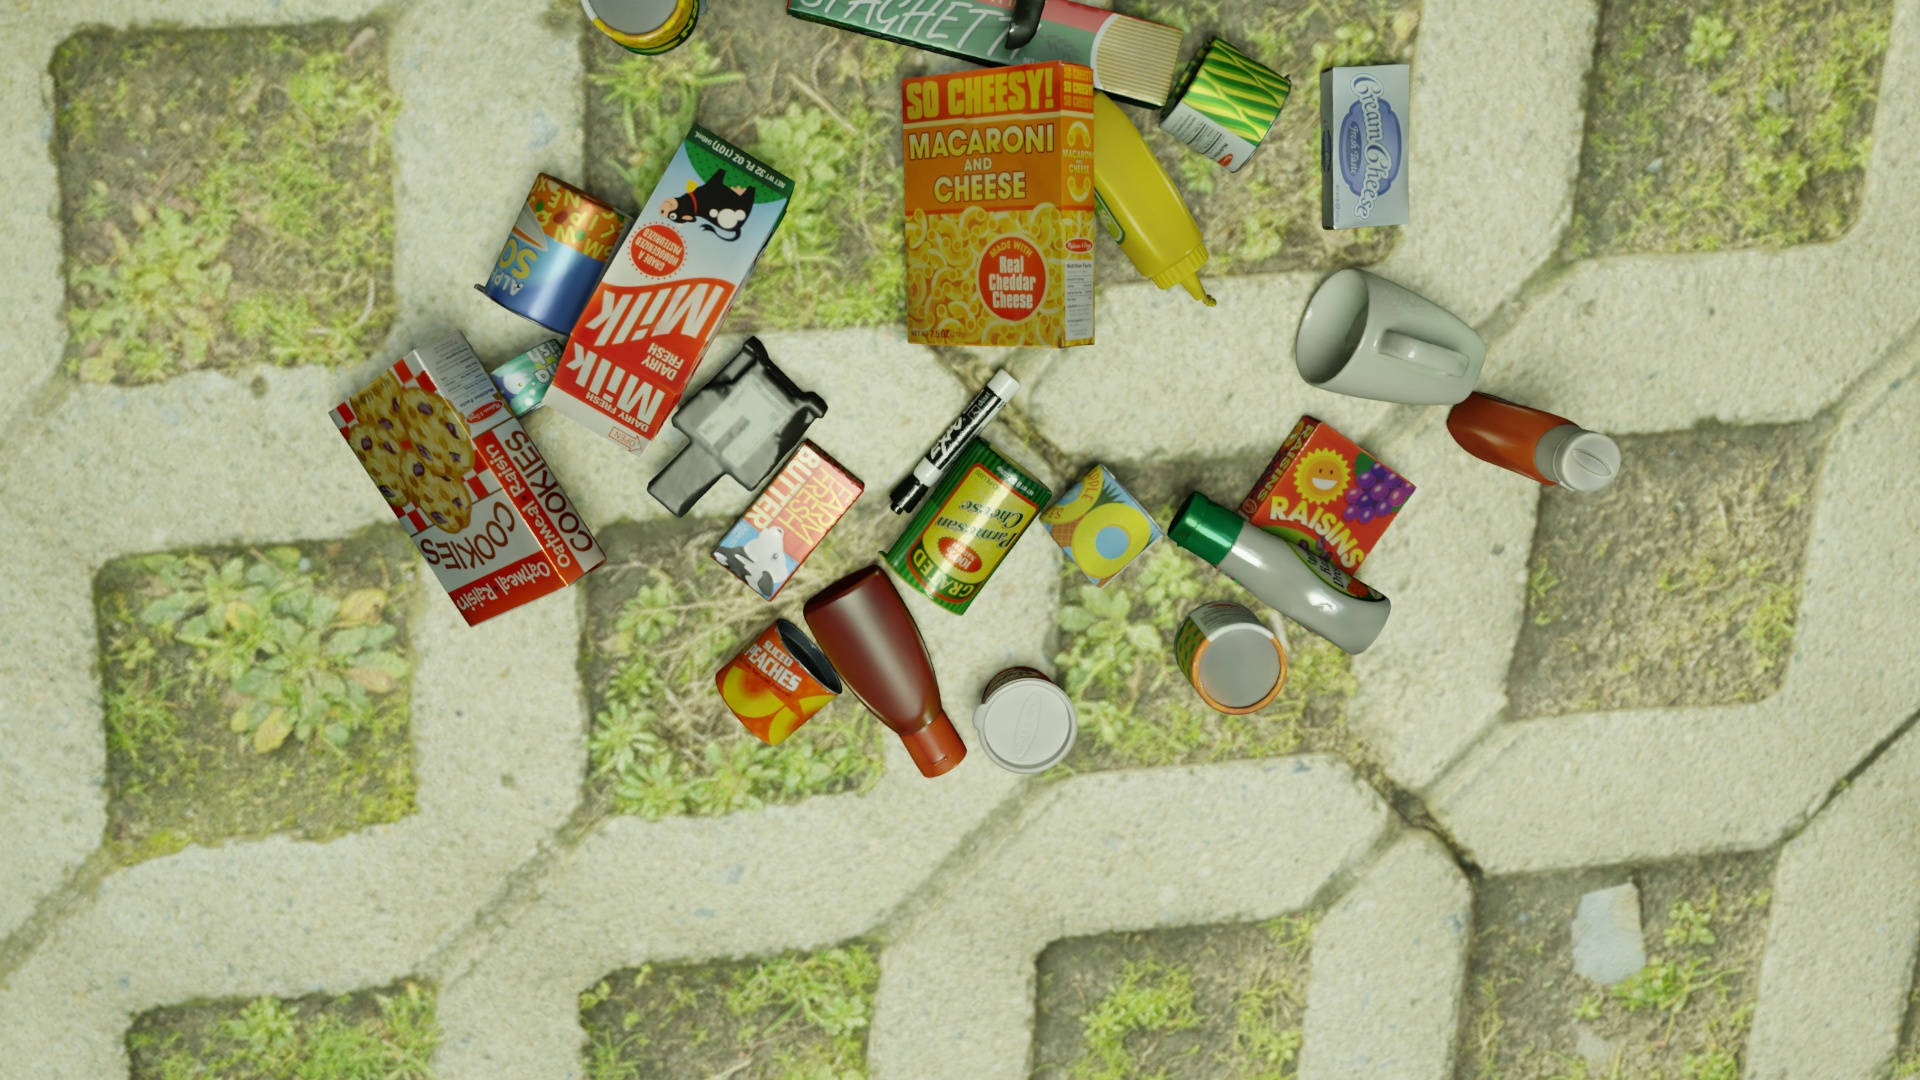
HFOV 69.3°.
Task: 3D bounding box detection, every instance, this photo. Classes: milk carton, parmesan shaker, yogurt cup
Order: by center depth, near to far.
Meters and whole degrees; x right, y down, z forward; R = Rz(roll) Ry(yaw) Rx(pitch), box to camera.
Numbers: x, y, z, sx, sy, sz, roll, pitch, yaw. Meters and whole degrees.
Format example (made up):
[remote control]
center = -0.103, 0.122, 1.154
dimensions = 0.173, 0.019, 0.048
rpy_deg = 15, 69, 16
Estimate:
[milk carton]
center = -0.180, -0.150, 0.858
dimensions = 0.072, 0.073, 0.191
rpy_deg = 30, 83, -10
[parmesan shaker]
center = 0.003, -0.012, 0.924
dimensions = 0.071, 0.071, 0.103
rpy_deg = 35, 97, -10
[yogurt cup]
center = 0.044, 0.120, 0.959
dimensions = 0.072, 0.054, 0.072
rpy_deg = -1, 102, -4

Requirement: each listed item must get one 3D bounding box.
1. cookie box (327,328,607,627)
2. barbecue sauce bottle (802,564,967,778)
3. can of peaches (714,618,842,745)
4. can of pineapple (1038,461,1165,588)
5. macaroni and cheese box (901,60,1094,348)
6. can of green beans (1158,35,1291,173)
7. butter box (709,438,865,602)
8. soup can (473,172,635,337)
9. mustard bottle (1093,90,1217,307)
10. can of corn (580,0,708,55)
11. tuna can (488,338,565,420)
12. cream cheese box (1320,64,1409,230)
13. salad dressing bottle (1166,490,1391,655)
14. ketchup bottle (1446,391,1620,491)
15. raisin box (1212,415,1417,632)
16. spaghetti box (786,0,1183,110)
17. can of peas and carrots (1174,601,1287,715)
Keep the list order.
[cookie box]
center = -0.311, -0.034, 0.878
dimensions = 0.122, 0.040, 0.167
rpy_deg = -19, 106, 41
[barbecue sauce bottle]
center = -0.046, 0.093, 0.953
dimensions = 0.065, 0.044, 0.148
rpy_deg = -29, 102, 2
[can of peaches]
center = -0.124, 0.095, 0.935
dimensions = 0.058, 0.071, 0.071
rpy_deg = -41, 101, 6
[can of pineapple]
center = 0.093, -0.011, 0.930
dimensions = 0.058, 0.071, 0.071
rpy_deg = -42, 101, 5
[macaroni and cheese box]
center = 0.023, -0.206, 0.866
dimensions = 0.123, 0.040, 0.166
rpy_deg = 8, 104, 37
[can of green beans]
center = 0.167, -0.277, 0.882
dimensions = 0.058, 0.071, 0.071
rpy_deg = 29, 98, -8
[butter box]
center = -0.116, -0.014, 0.936
dimensions = 0.053, 0.024, 0.103
rpy_deg = 40, 96, -10
[soup can]
center = -0.254, -0.180, 0.872
dimensions = 0.071, 0.071, 0.083
rpy_deg = 27, 98, -9
[mustard bottle]
center = 0.117, -0.212, 0.893
dimensions = 0.049, 0.065, 0.160
rpy_deg = -38, 104, 2
[can of corn]
center = -0.193, -0.335, 0.849
dimensions = 0.071, 0.058, 0.071
rpy_deg = -1, 102, -3
[tuna can]
center = -0.276, -0.100, 0.885
dimensions = 0.071, 0.071, 0.032
rpy_deg = -31, 102, 3
[cream cheese box]
center = 0.266, -0.259, 0.914
dimensions = 0.053, 0.024, 0.103
rpy_deg = -5, 102, -4
[salad dressing bottle]
center = 0.207, 0.020, 0.909
dimensions = 0.148, 0.064, 0.044
rpy_deg = 30, 109, -1
[ketchup bottle]
center = 0.371, -0.062, 0.897
dimensions = 0.065, 0.149, 0.043
rpy_deg = 29, 100, -9
[raisin box]
center = 0.240, -0.012, 0.954
dimensions = 0.086, 0.040, 0.123
rpy_deg = 33, 99, -8
[spaghetti box]
center = 0.015, -0.328, 0.880
dimensions = 0.250, 0.029, 0.050
rpy_deg = 12, 99, -6
[can of peas and carrots]
center = 0.186, 0.083, 0.959
dimensions = 0.071, 0.059, 0.070
rpy_deg = -1, 102, -3
